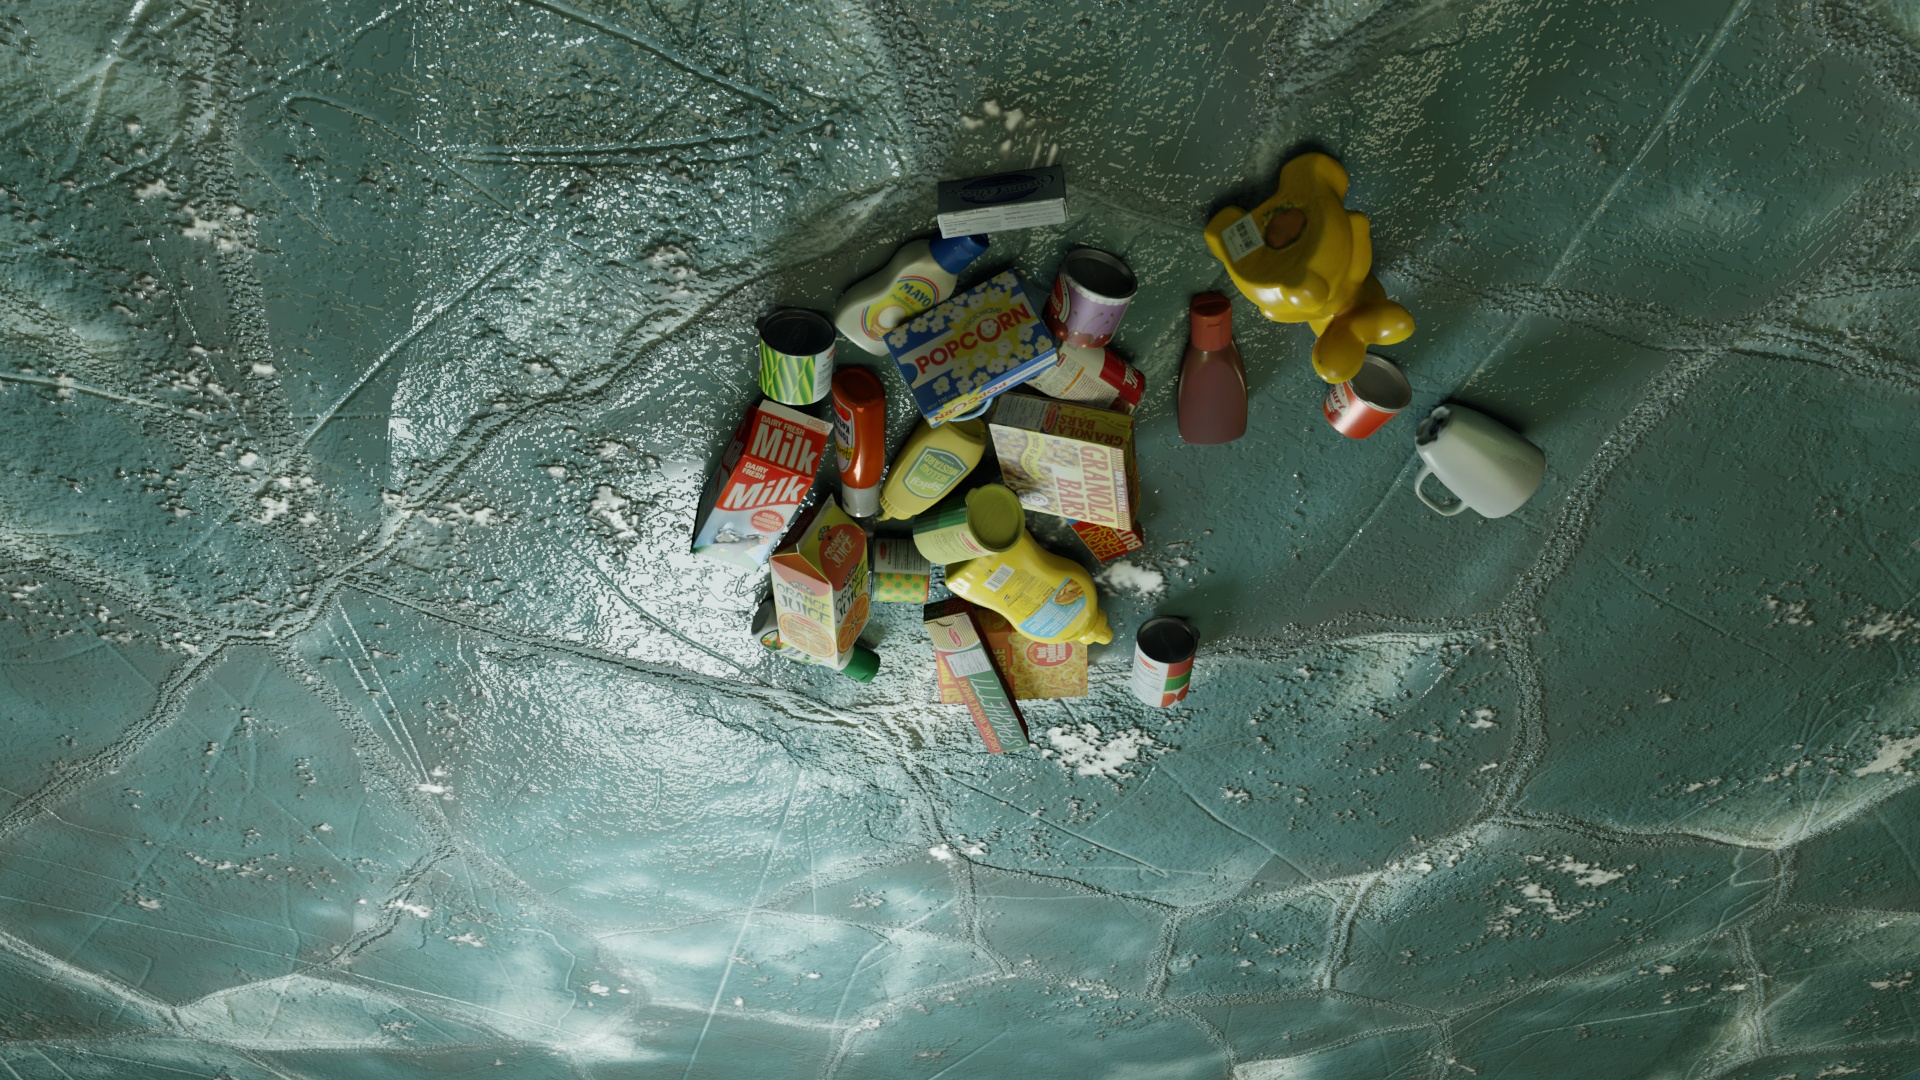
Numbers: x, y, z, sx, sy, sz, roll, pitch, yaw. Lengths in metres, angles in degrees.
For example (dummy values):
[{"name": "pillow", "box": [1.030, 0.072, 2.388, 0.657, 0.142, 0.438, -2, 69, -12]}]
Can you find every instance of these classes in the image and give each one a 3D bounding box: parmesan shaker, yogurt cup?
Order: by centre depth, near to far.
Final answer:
[{"name": "yogurt cup", "box": [0.369, -0.130, 1.269, 0.072, 0.073, 0.053, 12, 143, -13]}, {"name": "parmesan shaker", "box": [0.005, -0.017, 1.350, 0.071, 0.071, 0.103, 28, 159, -27]}]

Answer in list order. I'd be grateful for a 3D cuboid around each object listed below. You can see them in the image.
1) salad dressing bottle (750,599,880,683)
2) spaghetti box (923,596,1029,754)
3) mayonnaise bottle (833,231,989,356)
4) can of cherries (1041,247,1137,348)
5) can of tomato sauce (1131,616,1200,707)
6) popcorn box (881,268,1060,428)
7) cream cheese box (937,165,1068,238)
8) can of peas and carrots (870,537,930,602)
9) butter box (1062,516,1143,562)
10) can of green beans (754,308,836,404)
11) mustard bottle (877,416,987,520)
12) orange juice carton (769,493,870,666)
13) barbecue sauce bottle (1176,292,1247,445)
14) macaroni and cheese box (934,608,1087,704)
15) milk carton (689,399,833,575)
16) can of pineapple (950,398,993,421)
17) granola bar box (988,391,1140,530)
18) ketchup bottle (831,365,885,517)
[{"name": "salad dressing bottle", "box": [-0.157, 0.113, 1.527, 0.147, 0.044, 0.064, 27, 131, -27]}, {"name": "spaghetti box", "box": [0.020, 0.152, 1.521, 0.050, 0.029, 0.249, -13, 135, 12]}, {"name": "mayonnaise bottle", "box": [-0.040, -0.219, 1.182, 0.064, 0.041, 0.147, 32, 128, -32]}, {"name": "can of cherries", "box": [0.107, -0.206, 1.180, 0.071, 0.072, 0.058, 12, 136, -13]}, {"name": "can of tomato sauce", "box": [0.227, 0.135, 1.542, 0.071, 0.071, 0.082, -1, 137, 0]}, {"name": "popcorn box", "box": [0.010, -0.163, 1.180, 0.127, 0.085, 0.038, -28, 164, 1]}, {"name": "cream cheese box", "box": [0.034, -0.273, 1.119, 0.104, 0.054, 0.024, -7, 134, 6]}, {"name": "can of peas and carrots", "box": [-0.062, 0.032, 1.428, 0.059, 0.071, 0.070, 3, 136, -4]}, {"name": "butter box", "box": [0.140, -0.023, 1.404, 0.053, 0.024, 0.103, -24, 132, 23]}, {"name": "can of green beans", "box": [-0.145, -0.162, 1.223, 0.071, 0.071, 0.057, 5, 136, -6]}, {"name": "mustard bottle", "box": [-0.037, -0.064, 1.339, 0.065, 0.049, 0.159, 27, 130, -19]}, {"name": "orange juice carton", "box": [-0.141, 0.037, 1.398, 0.073, 0.072, 0.191, 22, 144, 15]}, {"name": "barbecue sauce bottle", "box": [0.227, -0.153, 1.255, 0.065, 0.044, 0.147, -6, 136, 5]}, {"name": "macaroni and cheese box", "box": [0.057, 0.127, 1.548, 0.166, 0.040, 0.123, -3, 136, 2]}, {"name": "milk carton", "box": [-0.190, -0.059, 1.324, 0.072, 0.074, 0.189, 19, 133, -20]}, {"name": "can of pineapple", "box": [-0.003, -0.148, 1.244, 0.071, 0.058, 0.070, -1, 139, -1]}, {"name": "granola bar box", "box": [0.100, -0.072, 1.280, 0.124, 0.039, 0.165, 13, 158, 15]}, {"name": "ketchup bottle", "box": [-0.094, -0.088, 1.299, 0.044, 0.065, 0.148, -18, 137, -19]}]
